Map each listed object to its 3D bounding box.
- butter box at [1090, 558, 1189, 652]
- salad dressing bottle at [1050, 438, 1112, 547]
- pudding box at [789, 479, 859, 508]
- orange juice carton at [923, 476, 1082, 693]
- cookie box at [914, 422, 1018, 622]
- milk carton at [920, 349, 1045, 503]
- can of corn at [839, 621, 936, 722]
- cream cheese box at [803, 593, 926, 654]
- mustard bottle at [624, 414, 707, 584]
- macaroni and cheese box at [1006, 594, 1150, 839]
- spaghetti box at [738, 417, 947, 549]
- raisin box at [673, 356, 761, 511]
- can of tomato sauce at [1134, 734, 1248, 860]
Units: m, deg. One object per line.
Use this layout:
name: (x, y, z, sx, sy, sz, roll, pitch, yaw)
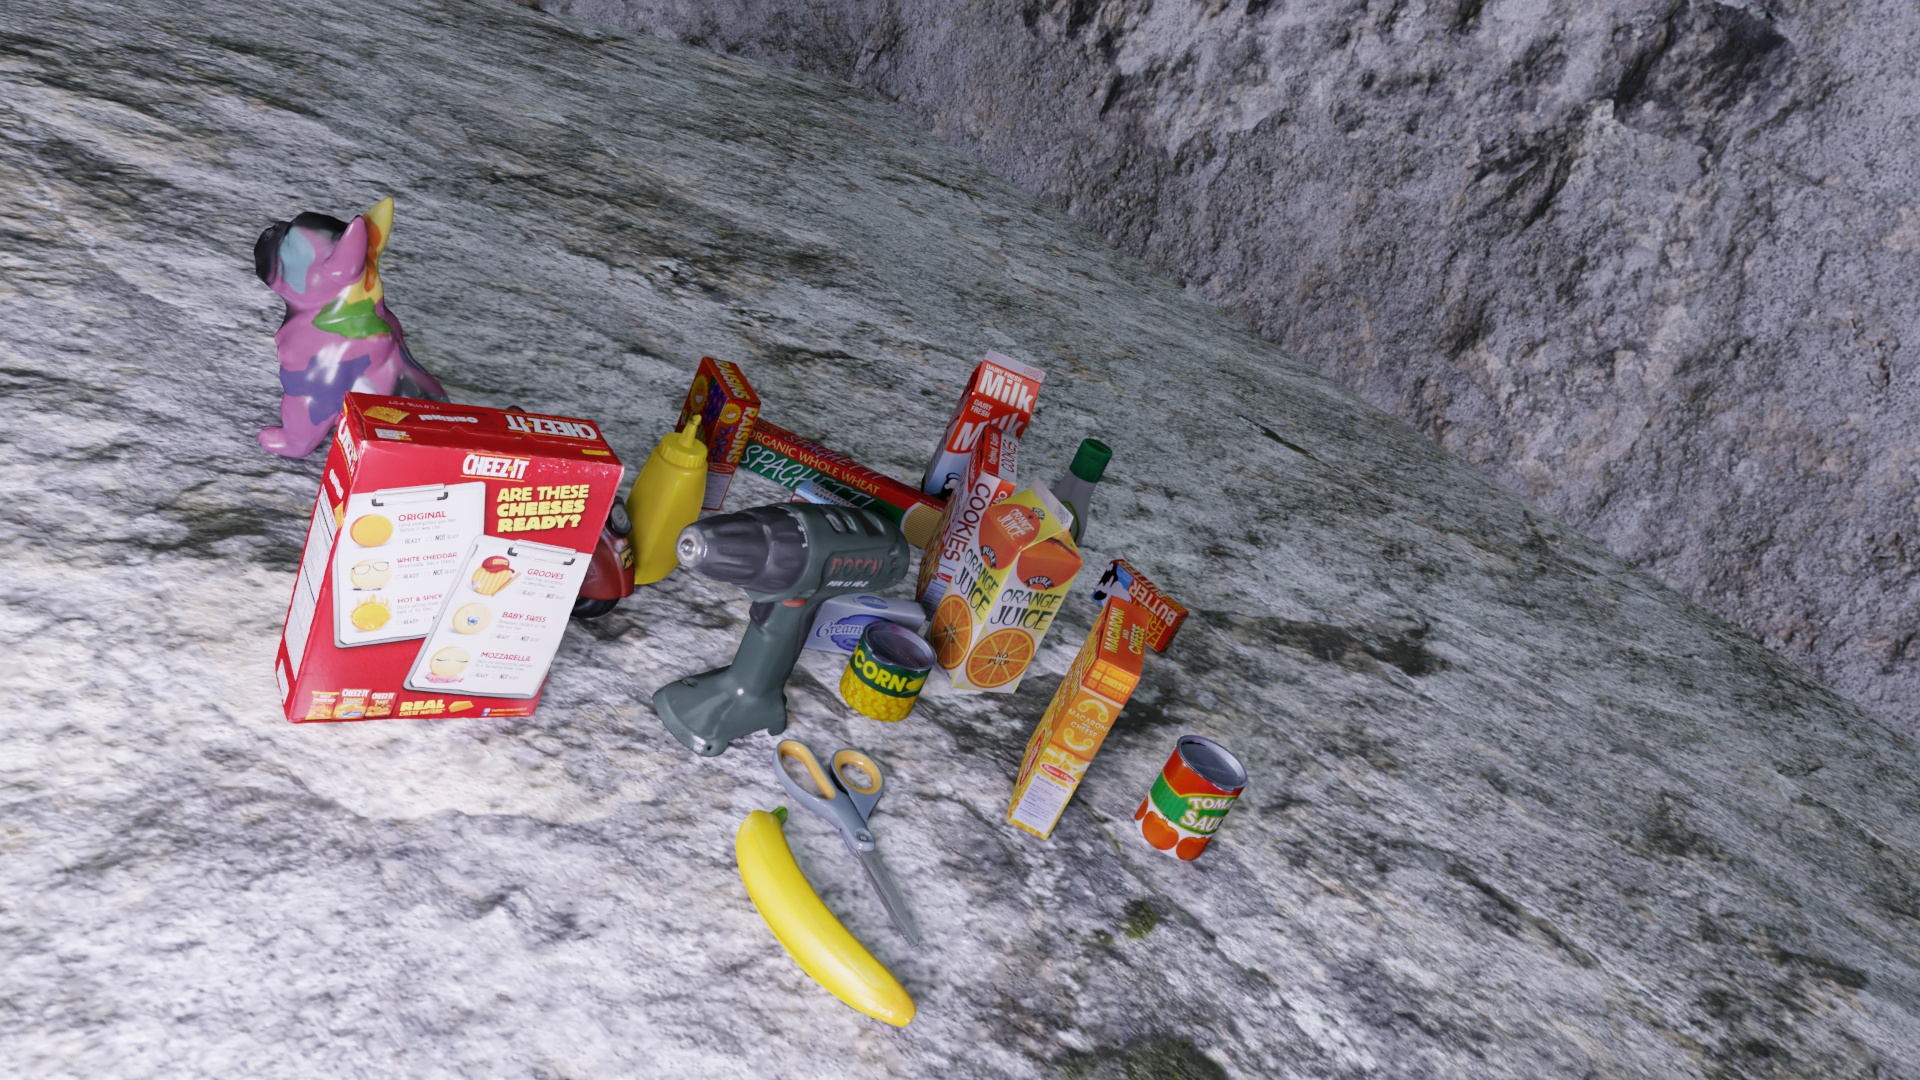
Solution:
butter box: (0.194, 0.070, 1.503, 0.104, 0.053, 0.024, 40, 28, 30)
salad dressing bottle: (0.121, -0.043, 1.546, 0.064, 0.147, 0.044, 28, 24, 4)
pudding box: (-0.131, -0.019, 1.372, 0.084, 0.049, 0.030, 28, 24, 6)
orange juice carton: (0.044, 0.040, 1.247, 0.073, 0.191, 0.072, 9, 29, -33)
cookie box: (0.005, -0.017, 1.356, 0.040, 0.166, 0.123, 22, 24, -8)
milk carton: (0.024, -0.118, 1.551, 0.072, 0.189, 0.074, 22, 24, -9)
can of corn: (-0.063, 0.111, 1.164, 0.071, 0.058, 0.071, 21, 24, -10)
cream cheese box: (-0.087, 0.074, 1.220, 0.104, 0.053, 0.024, 11, 27, -29)
mustard bottle: (-0.246, -0.040, 1.167, 0.049, 0.159, 0.065, 34, 25, 19)
macaroni and cheese box: (0.096, 0.141, 1.126, 0.040, 0.165, 0.124, 26, 24, 0)
spaghetti box: (-0.121, -0.058, 1.460, 0.250, 0.050, 0.029, 24, 24, -3)
raisin box: (-0.241, -0.103, 1.346, 0.040, 0.123, 0.086, 9, 29, -34)
can of tomato sauce: (0.194, 0.218, 1.167, 0.071, 0.082, 0.071, 21, 24, -10)
